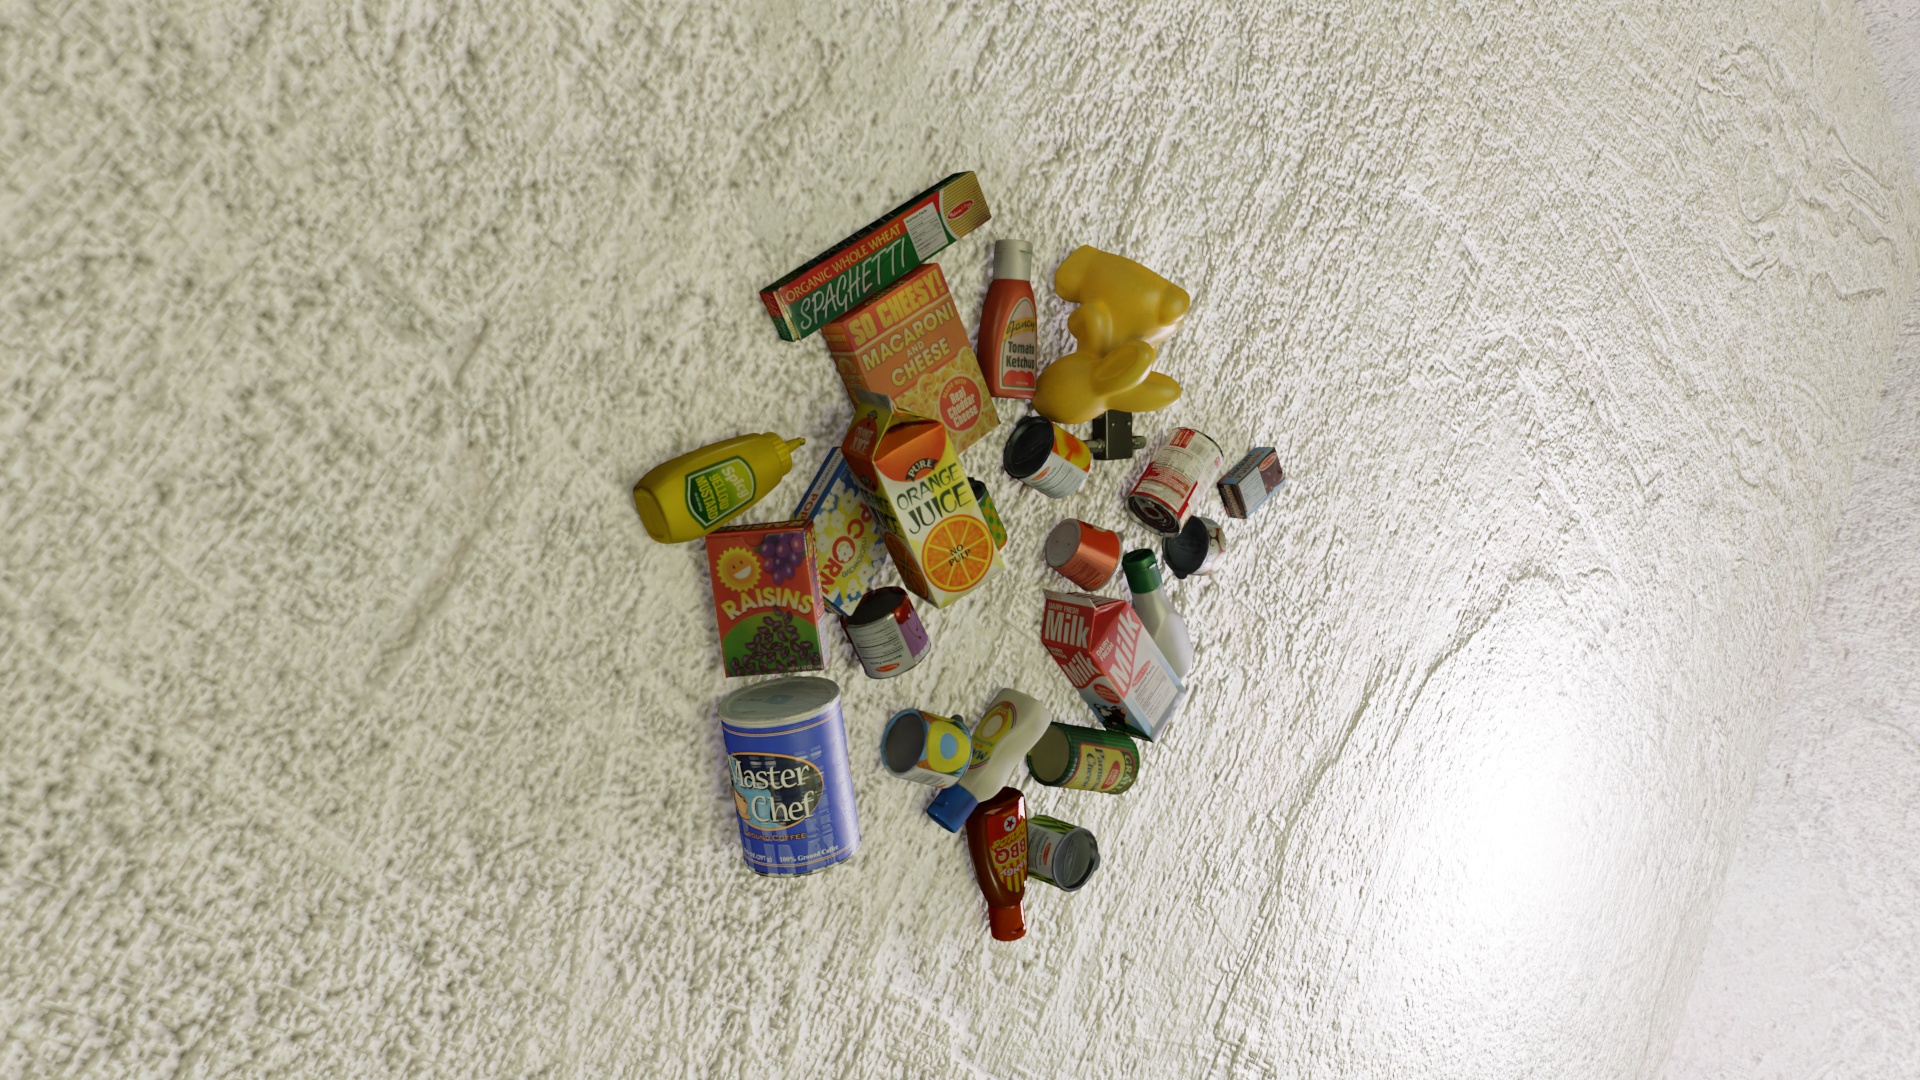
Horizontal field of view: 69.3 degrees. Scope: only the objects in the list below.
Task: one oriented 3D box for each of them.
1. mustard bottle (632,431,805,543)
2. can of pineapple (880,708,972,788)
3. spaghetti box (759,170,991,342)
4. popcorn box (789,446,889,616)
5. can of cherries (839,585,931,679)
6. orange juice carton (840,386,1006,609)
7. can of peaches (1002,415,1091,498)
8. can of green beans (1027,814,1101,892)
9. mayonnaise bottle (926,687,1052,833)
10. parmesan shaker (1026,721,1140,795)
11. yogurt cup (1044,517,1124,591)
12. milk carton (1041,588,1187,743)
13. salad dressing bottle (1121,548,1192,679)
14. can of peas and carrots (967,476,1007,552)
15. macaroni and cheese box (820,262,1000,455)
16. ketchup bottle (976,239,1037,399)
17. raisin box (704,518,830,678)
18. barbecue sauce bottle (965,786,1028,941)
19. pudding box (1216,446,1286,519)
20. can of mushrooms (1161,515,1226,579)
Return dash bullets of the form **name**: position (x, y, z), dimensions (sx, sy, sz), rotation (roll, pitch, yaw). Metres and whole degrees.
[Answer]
- **mustard bottle**: position (-0.188, -0.054, 1.138), dimensions (0.161, 0.049, 0.065), rotation (-32, 117, -33)
- **can of pineapple**: position (-0.032, 0.191, 1.290), dimensions (0.058, 0.071, 0.071), rotation (22, 81, -40)
- **spaghetti box**: position (-0.071, -0.254, 1.226), dimensions (0.251, 0.028, 0.050), rotation (-39, 119, -30)
- **popcorn box**: position (-0.104, -0.009, 1.222), dimensions (0.085, 0.038, 0.127), rotation (41, 69, -36)
- **can of cherries**: position (-0.068, 0.081, 1.249), dimensions (0.072, 0.071, 0.058), rotation (-39, 118, -30)
- **orange juice carton**: position (-0.039, -0.044, 1.189), dimensions (0.073, 0.072, 0.192), rotation (-31, 114, -17)
- **can of peaches**: position (0.085, -0.082, 1.357), dimensions (0.058, 0.071, 0.071), rotation (27, 78, -39)
- **can of green beans**: position (0.098, 0.319, 1.421), dimensions (0.071, 0.058, 0.071), rotation (-6, 99, -40)
- **mayonnaise bottle**: position (0.024, 0.213, 1.345), dimensions (0.148, 0.065, 0.041), rotation (-52, 126, -19)
- **parmesan shaker**: position (0.125, 0.227, 1.429), dimensions (0.103, 0.071, 0.071), rotation (15, 86, -40)
- **yogurt cup**: position (0.122, 0.012, 1.402), dimensions (0.054, 0.072, 0.072), rotation (25, 79, -31)
- **milk carton**: position (0.151, 0.118, 1.433), dimensions (0.074, 0.072, 0.190), rotation (-52, 125, -23)
- **salad dressing bottle**: position (0.209, 0.081, 1.497), dimensions (0.064, 0.044, 0.147), rotation (-31, 113, -32)
- **can of peas and carrots**: position (0.005, -0.016, 1.297), dimensions (0.071, 0.071, 0.058), rotation (-41, 120, -29)
- **macaroni and cheese box**: position (-0.044, -0.149, 1.255), dimensions (0.124, 0.040, 0.165), rotation (-38, 119, -31)
- **ketchup bottle**: position (0.046, -0.210, 1.322), dimensions (0.065, 0.043, 0.148), rotation (-1, 95, -44)
- **raisin box**: position (-0.159, 0.048, 1.152), dimensions (0.040, 0.086, 0.123), rotation (-64, 149, -76)
- **barbecue sauce bottle**: position (0.041, 0.324, 1.382), dimensions (0.065, 0.043, 0.148), rotation (-16, 106, -38)
- **pudding box**: position (0.335, -0.066, 1.594), dimensions (0.084, 0.030, 0.049), rotation (-39, 118, -30)
- **can of mushrooms**: position (0.254, 0.008, 1.511), dimensions (0.033, 0.071, 0.071), rotation (6, 92, -42)
